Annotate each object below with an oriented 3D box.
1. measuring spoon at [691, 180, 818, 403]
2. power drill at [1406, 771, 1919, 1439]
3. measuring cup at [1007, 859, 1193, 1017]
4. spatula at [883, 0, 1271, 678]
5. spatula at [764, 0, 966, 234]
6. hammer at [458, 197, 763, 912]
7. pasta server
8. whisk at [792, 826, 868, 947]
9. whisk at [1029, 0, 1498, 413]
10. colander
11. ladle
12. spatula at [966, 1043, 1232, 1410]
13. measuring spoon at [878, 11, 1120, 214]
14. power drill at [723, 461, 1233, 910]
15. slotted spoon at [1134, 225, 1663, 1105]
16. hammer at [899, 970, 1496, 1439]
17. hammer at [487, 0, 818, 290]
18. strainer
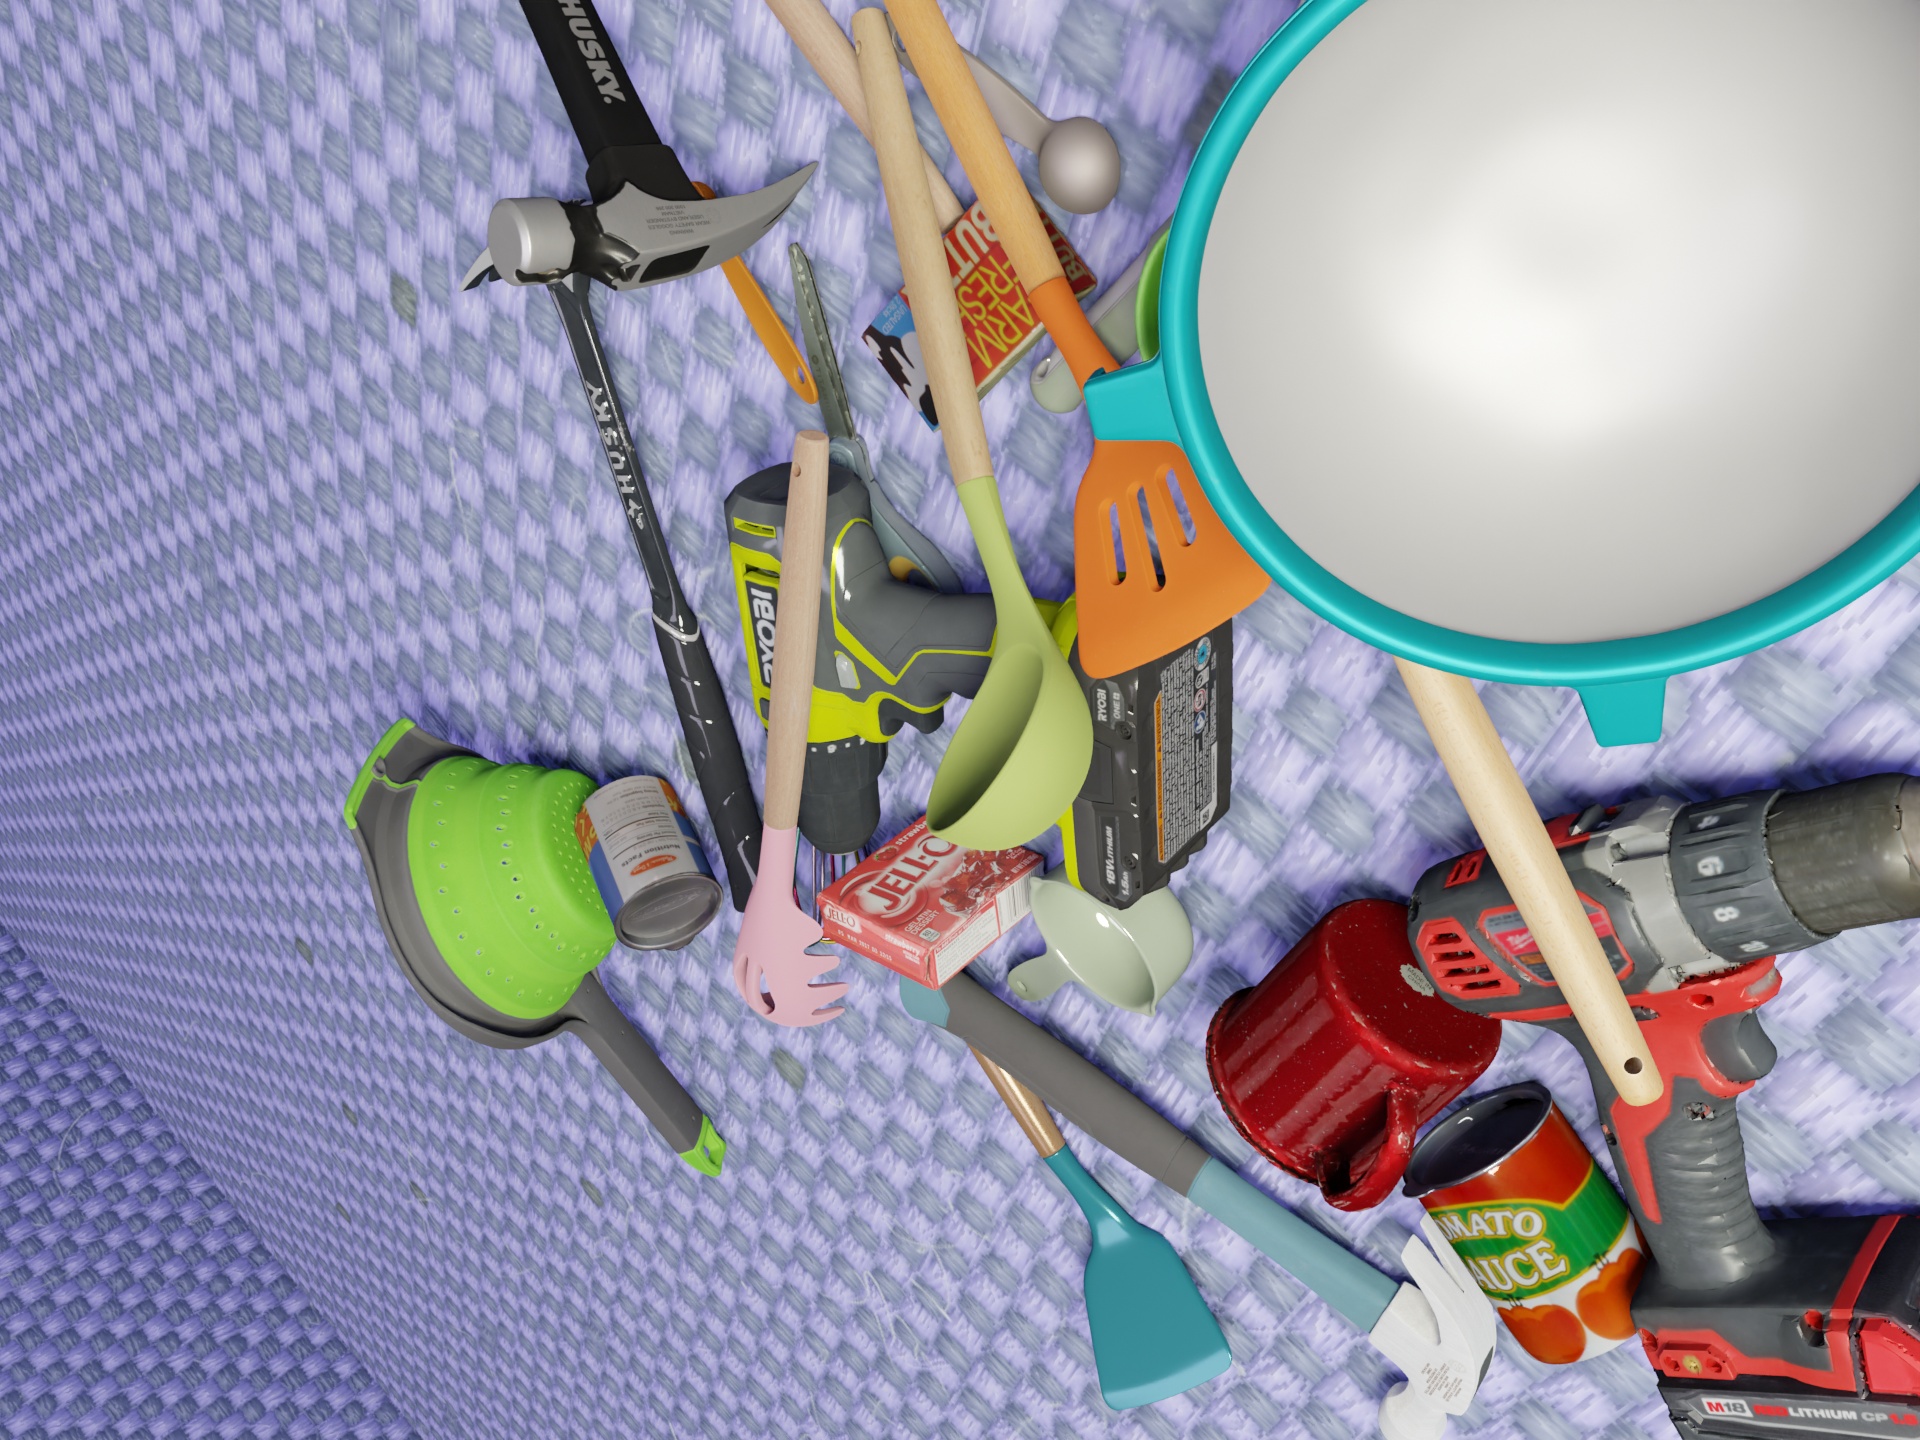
[{"bbox_3d":[-0.092,-0.193,0.716,0.117,0.011,0.021,60,151,5],"label":"measuring spoon"},{"bbox_3d":[0.271,0.126,0.522,0.188,0.080,0.226,-25,93,50],"label":"power drill"},{"bbox_3d":[0.060,0.106,0.762,0.083,0.038,0.167,48,156,4],"label":"measuring cup"},{"bbox_3d":[0.016,-0.174,0.558,0.081,0.041,0.322,-28,86,36],"label":"spatula"},{"bbox_3d":[-0.094,-0.321,0.634,0.316,0.018,0.059,54,148,4],"label":"spatula"},{"bbox_3d":[-0.165,-0.072,0.864,0.149,0.036,0.408,10,123,43],"label":"hammer"},{"bbox_3d":[-0.072,0.019,0.702,0.060,0.040,0.316,30,128,30],"label":"pasta server"},{"bbox_3d":[-0.080,0.021,0.836,0.047,0.051,0.244,27,130,39],"label":"whisk"},{"bbox_3d":[0.089,-0.171,0.529,0.059,0.058,0.246,30,148,-15],"label":"whisk"},{"bbox_3d":[-0.231,0.157,1.041,0.094,0.205,0.396,-21,120,16],"label":"colander"},{"bbox_3d":[-0.011,-0.111,0.582,0.078,0.062,0.320,-25,76,64],"label":"ladle"},{"bbox_3d":[0.034,0.211,0.846,0.082,0.044,0.317,-33,88,28],"label":"spatula"},{"bbox_3d":[0.008,-0.228,0.592,0.124,0.018,0.034,42,139,18],"label":"measuring spoon"},{"bbox_3d":[-0.001,-0.002,0.694,0.229,0.080,0.190,17,126,33],"label":"power drill"},{"bbox_3d":[0.145,-0.019,0.505,0.070,0.031,0.314,-27,90,9],"label":"slotted spoon"},{"bbox_3d":[0.104,0.214,0.770,0.331,0.033,0.128,32,135,21],"label":"hammer"},{"bbox_3d":[-0.178,-0.331,0.655,0.035,0.146,0.335,-34,78,51],"label":"hammer"},{"bbox_3d":[0.193,-0.162,0.389,0.211,0.095,0.340,30,127,-5],"label":"strainer"}]
